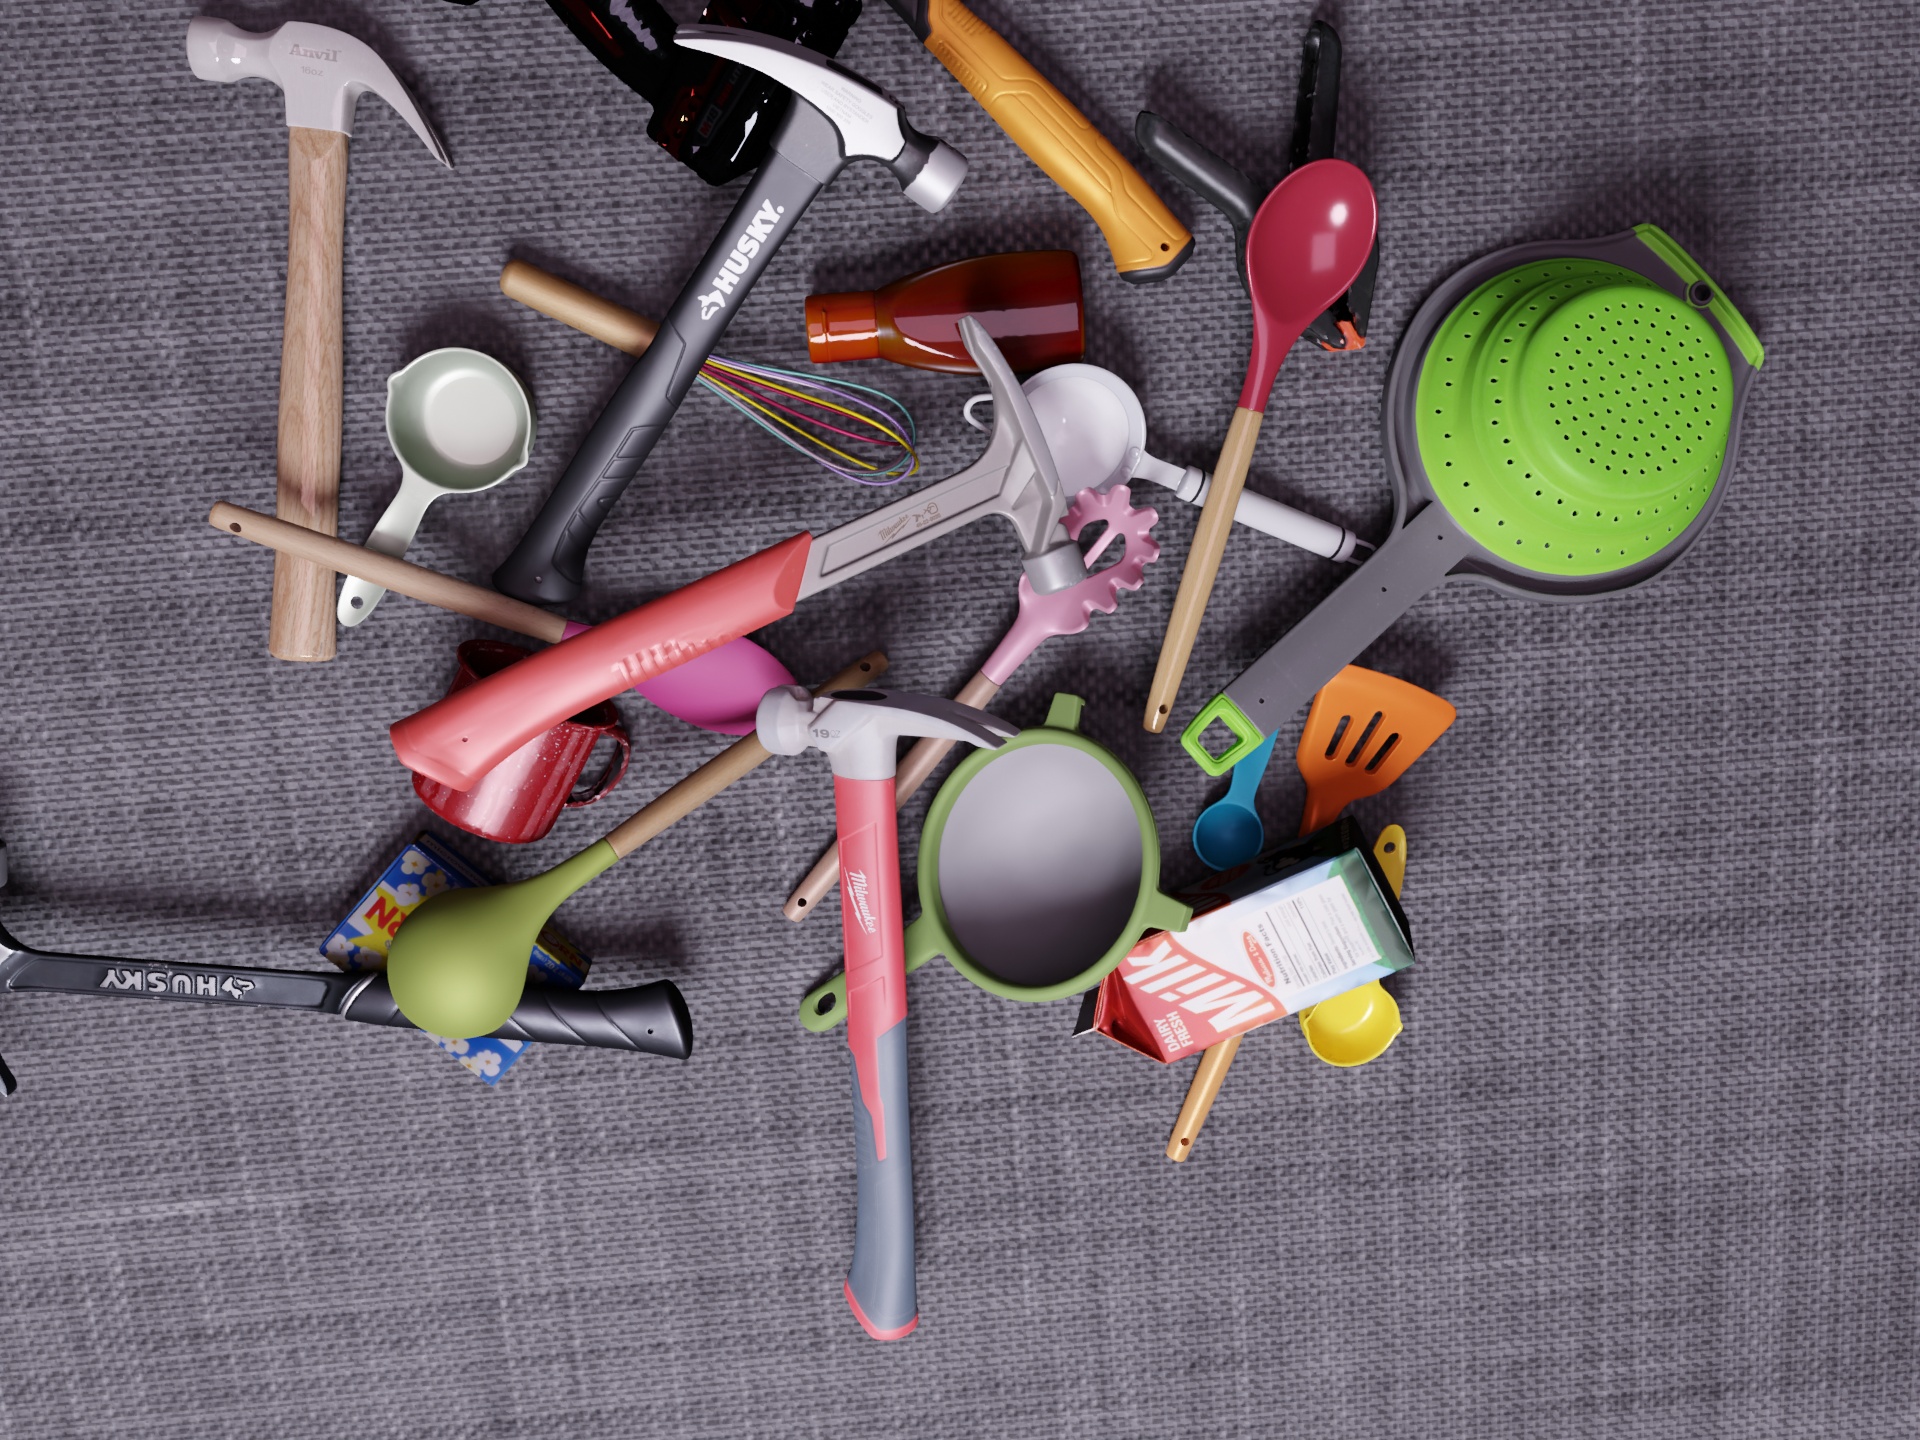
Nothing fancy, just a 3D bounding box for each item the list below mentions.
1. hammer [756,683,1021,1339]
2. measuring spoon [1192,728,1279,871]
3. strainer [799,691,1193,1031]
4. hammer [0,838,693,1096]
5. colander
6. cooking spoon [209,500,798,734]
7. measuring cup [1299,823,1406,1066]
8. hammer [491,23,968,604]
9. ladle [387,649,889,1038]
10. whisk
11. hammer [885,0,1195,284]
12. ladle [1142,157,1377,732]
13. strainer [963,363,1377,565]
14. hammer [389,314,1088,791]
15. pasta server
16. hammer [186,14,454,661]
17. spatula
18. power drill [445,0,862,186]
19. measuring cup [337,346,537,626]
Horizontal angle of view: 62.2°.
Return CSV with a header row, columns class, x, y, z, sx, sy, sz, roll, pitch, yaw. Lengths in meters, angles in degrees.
class,x,y,z,sx,sy,sz,roll,pitch,yaw
hammer,-0.032,0.173,0.877,0.143,0.038,0.386,6,108,26
measuring spoon,0.168,0.026,0.935,0.042,0.021,0.128,17,90,-5
strainer,0.016,0.111,0.914,0.256,0.069,0.152,-37,63,23
hammer,-0.353,0.155,0.876,0.409,0.036,0.149,6,102,-4
colander,0.277,-0.112,0.844,0.397,0.094,0.204,-42,91,-2
cooking spoon,-0.240,-0.056,0.862,0.318,0.017,0.068,20,123,-16
measuring cup,0.237,0.130,0.939,0.062,0.029,0.156,4,108,-9
hammer,-0.151,-0.189,0.813,0.146,0.035,0.334,30,116,-22
ladle,-0.168,0.058,0.870,0.320,0.062,0.078,-36,77,-18
whisk,-0.132,-0.192,0.860,0.245,0.047,0.051,25,100,-4
hammer,0.004,-0.366,0.839,0.336,0.034,0.127,43,97,-10
ladle,0.150,-0.142,0.858,0.069,0.031,0.315,12,103,-17
strainer,0.120,-0.134,0.887,0.258,0.050,0.086,20,116,-13
hammer,-0.119,-0.069,0.807,0.359,0.037,0.149,-25,102,-7
pasta server,-0.001,-0.003,0.894,0.060,0.040,0.316,40,102,0
hammer,-0.345,-0.196,0.852,0.130,0.031,0.331,5,101,-4
spatula,0.189,0.121,0.938,0.081,0.041,0.322,20,100,-5
power drill,-0.161,-0.396,0.778,0.226,0.080,0.188,36,119,-7
measuring cup,-0.291,-0.125,0.866,0.083,0.038,0.167,32,99,-9
